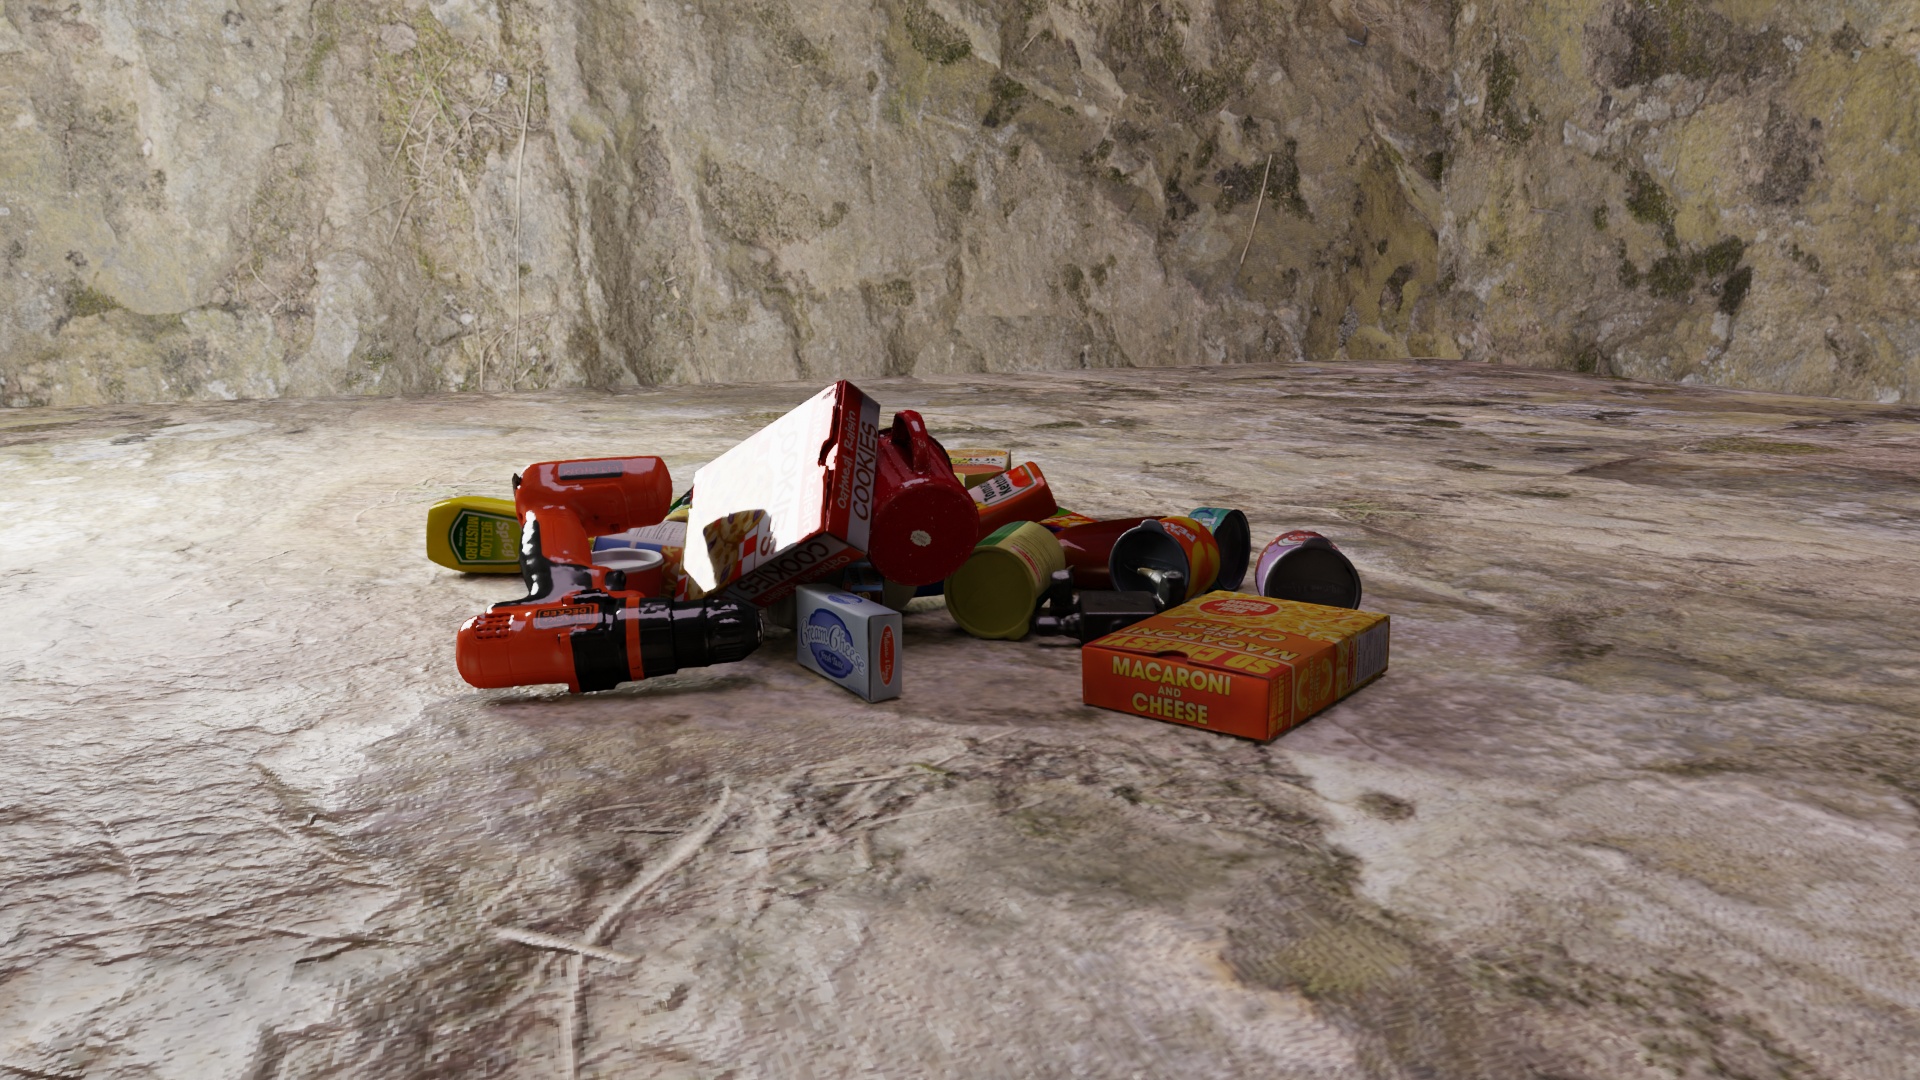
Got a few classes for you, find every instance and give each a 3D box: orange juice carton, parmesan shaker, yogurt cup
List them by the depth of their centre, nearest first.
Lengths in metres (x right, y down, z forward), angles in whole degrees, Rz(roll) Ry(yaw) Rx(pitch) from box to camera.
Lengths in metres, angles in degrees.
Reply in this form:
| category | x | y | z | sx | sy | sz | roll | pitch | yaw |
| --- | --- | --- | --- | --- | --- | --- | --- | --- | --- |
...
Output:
| category | x | y | z | sx | sy | sz | roll | pitch | yaw |
| --- | --- | --- | --- | --- | --- | --- | --- | --- | --- |
| yogurt cup | -0.245 | 0.039 | 0.988 | 0.072 | 0.053 | 0.072 | -1 | 11 | 0 |
| parmesan shaker | 0.036 | 0.029 | 1.006 | 0.071 | 0.071 | 0.103 | 3 | 11 | 16 |
| orange juice carton | 0.011 | -0.041 | 1.328 | 0.073 | 0.071 | 0.193 | 0 | 11 | 4 |

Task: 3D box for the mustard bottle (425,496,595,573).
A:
| category | x | y | z | sx | sy | sz | roll | pitch | yaw |
| --- | --- | --- | --- | --- | --- | --- | --- | --- | --- |
| mustard bottle | -0.369 | -0.003 | 1.182 | 0.160 | 0.065 | 0.049 | 3 | 7 | 0 |

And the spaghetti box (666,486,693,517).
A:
| category | x | y | z | sx | sy | sz | roll | pitch | yaw |
| --- | --- | --- | --- | --- | --- | --- | --- | --- | --- |
| spaghetti box | -0.244 | -0.018 | 1.277 | 0.029 | 0.050 | 0.250 | 1 | 11 | -1 |

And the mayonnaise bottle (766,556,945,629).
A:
| category | x | y | z | sx | sy | sz | roll | pitch | yaw |
| --- | --- | --- | --- | --- | --- | --- | --- | --- | --- |
| mayonnaise bottle | -0.071 | 0.028 | 1.022 | 0.148 | 0.064 | 0.041 | -4 | 7 | -37 |

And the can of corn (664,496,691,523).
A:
| category | x | y | z | sx | sy | sz | roll | pitch | yaw |
| --- | --- | --- | --- | --- | --- | --- | --- | --- | --- |
| can of corn | -0.217 | 0.004 | 1.119 | 0.071 | 0.071 | 0.058 | 0 | 12 | 3 |

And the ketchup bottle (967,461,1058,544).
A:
| category | x | y | z | sx | sy | sz | roll | pitch | yaw |
| --- | --- | --- | --- | --- | --- | --- | --- | --- | --- |
| ketchup bottle | 0.004 | -0.014 | 1.151 | 0.149 | 0.043 | 0.065 | -25 | 25 | -1 |

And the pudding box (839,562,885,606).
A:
| category | x | y | z | sx | sy | sz | roll | pitch | yaw |
| --- | --- | --- | --- | --- | --- | --- | --- | --- | --- |
| pudding box | -0.067 | 0.047 | 0.949 | 0.030 | 0.049 | 0.084 | 1 | 12 | -2 |

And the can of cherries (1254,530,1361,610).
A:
| category | x | y | z | sx | sy | sz | roll | pitch | yaw |
| --- | --- | --- | --- | --- | --- | --- | --- | --- | --- |
| can of cherries | 0.244 | 0.027 | 0.979 | 0.071 | 0.071 | 0.058 | 0 | 11 | 5 |

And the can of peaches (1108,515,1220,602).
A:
| category | x | y | z | sx | sy | sz | roll | pitch | yaw |
| --- | --- | --- | --- | --- | --- | --- | --- | --- | --- |
| can of peaches | 0.155 | 0.015 | 1.045 | 0.071 | 0.071 | 0.058 | 7 | 12 | 33 |

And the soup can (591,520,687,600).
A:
| category | x | y | z | sx | sy | sz | roll | pitch | yaw |
| --- | --- | --- | --- | --- | --- | --- | --- | --- | --- |
| soup can | -0.227 | 0.020 | 1.054 | 0.084 | 0.071 | 0.071 | 6 | 12 | 11 |

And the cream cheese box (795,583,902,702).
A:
| category | x | y | z | sx | sy | sz | roll | pitch | yaw |
| --- | --- | --- | --- | --- | --- | --- | --- | --- | --- |
| cream cheese box | -0.071 | 0.062 | 0.869 | 0.024 | 0.053 | 0.104 | -5 | 12 | -31 |

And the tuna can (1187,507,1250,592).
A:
| category | x | y | z | sx | sy | sz | roll | pitch | yaw |
| --- | --- | --- | --- | --- | --- | --- | --- | --- | --- |
| tuna can | 0.199 | 0.006 | 1.093 | 0.033 | 0.071 | 0.071 | 5 | 13 | 36 |

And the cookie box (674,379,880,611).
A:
| category | x | y | z | sx | sy | sz | roll | pitch | yaw |
| --- | --- | --- | --- | --- | --- | --- | --- | --- | --- |
| cookie box | -0.128 | -0.021 | 0.952 | 0.167 | 0.123 | 0.040 | -26 | -42 | 37 |

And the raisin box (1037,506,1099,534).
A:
| category | x | y | z | sx | sy | sz | roll | pitch | yaw |
| --- | --- | --- | --- | --- | --- | --- | --- | --- | --- |
| raisin box | 0.075 | 0.000 | 1.201 | 0.086 | 0.040 | 0.123 | -4 | 13 | -22 |

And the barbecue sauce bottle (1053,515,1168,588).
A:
| category | x | y | z | sx | sy | sz | roll | pitch | yaw |
| --- | --- | --- | --- | --- | --- | --- | --- | --- | --- |
| barbecue sauce bottle | 0.105 | 0.013 | 1.115 | 0.149 | 0.043 | 0.065 | -5 | 38 | -15 |

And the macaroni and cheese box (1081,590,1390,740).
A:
| category | x | y | z | sx | sy | sz | roll | pitch | yaw |
| --- | --- | --- | --- | --- | --- | --- | --- | --- | --- |
| macaroni and cheese box | 0.170 | 0.071 | 0.846 | 0.123 | 0.040 | 0.167 | 7 | 14 | 38 |
